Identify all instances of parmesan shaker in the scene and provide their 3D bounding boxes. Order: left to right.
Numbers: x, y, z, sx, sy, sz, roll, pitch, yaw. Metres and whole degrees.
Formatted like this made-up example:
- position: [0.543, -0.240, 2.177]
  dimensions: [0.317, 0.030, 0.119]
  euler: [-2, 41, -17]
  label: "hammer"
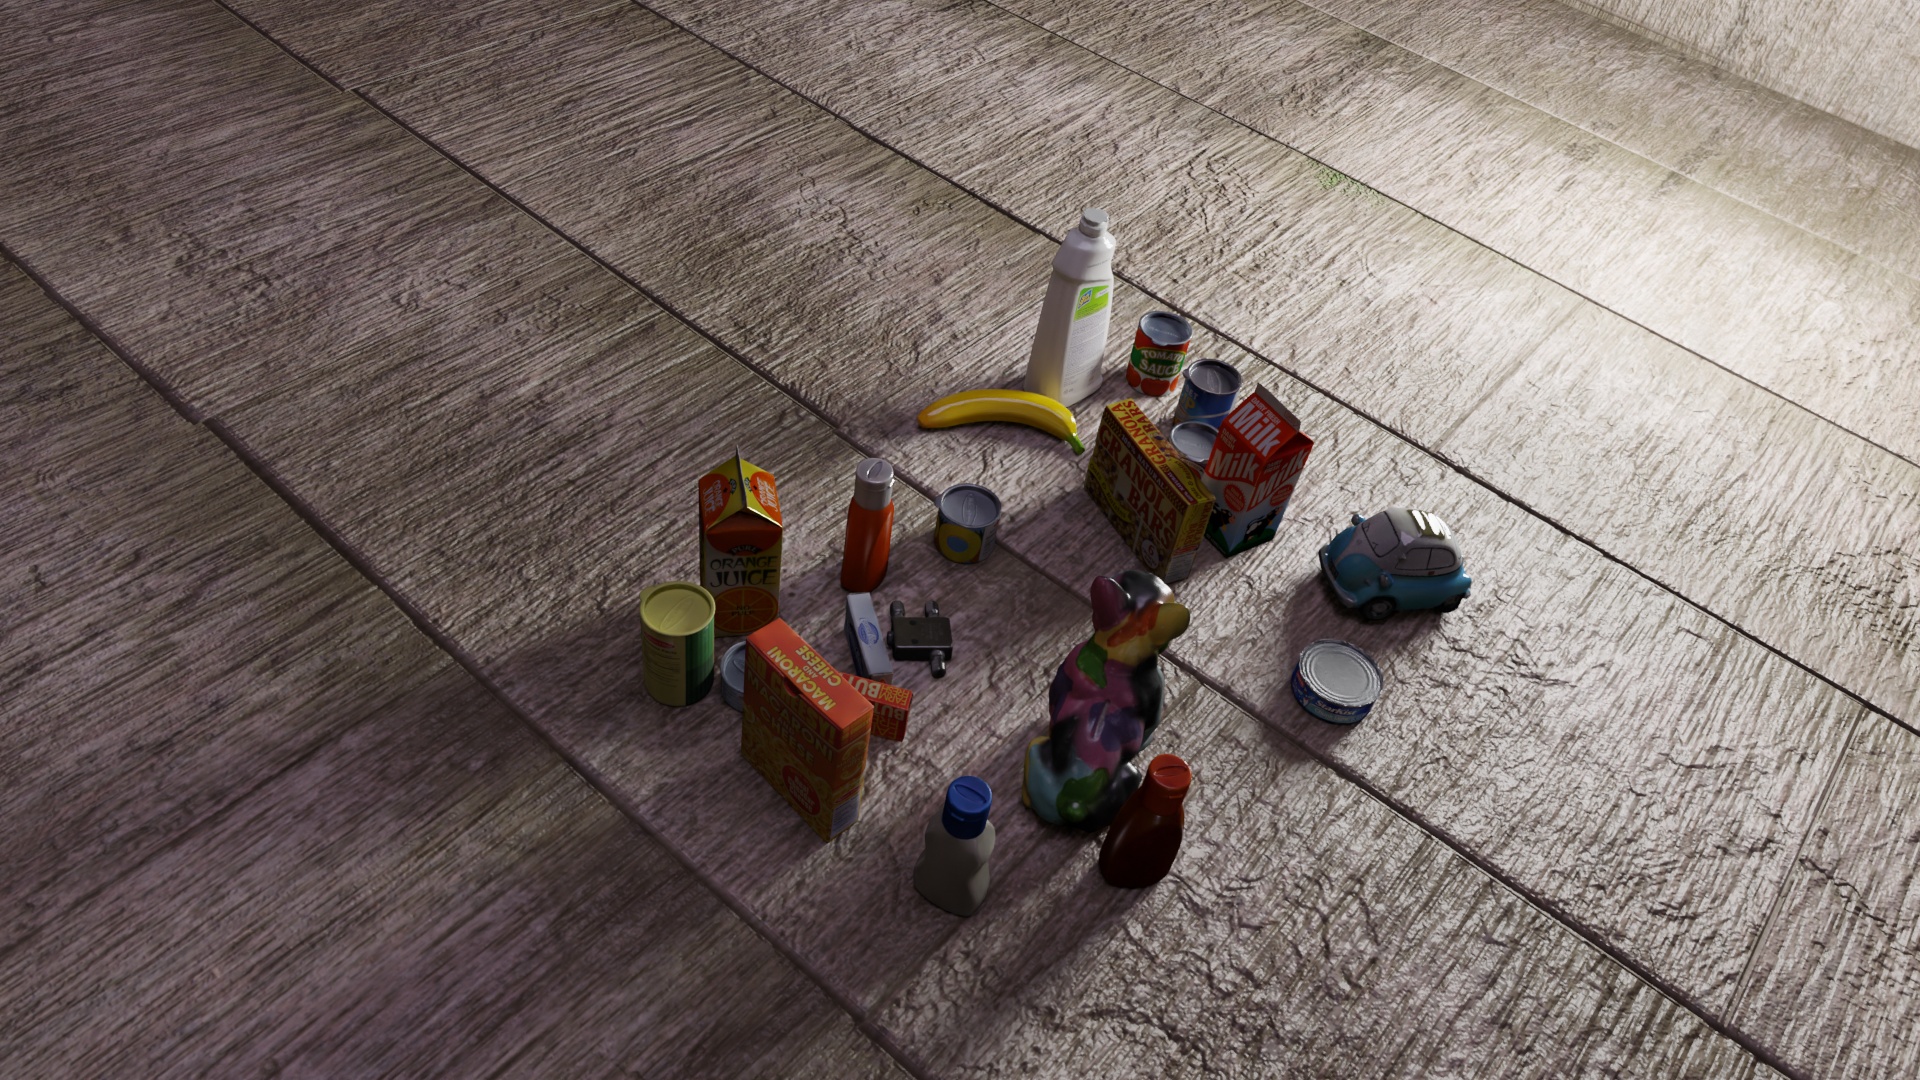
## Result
- position: [-0.261, 0.094, 1.276]
  dimensions: [0.071, 0.102, 0.072]
  euler: [5, 45, -5]
  label: "parmesan shaker"

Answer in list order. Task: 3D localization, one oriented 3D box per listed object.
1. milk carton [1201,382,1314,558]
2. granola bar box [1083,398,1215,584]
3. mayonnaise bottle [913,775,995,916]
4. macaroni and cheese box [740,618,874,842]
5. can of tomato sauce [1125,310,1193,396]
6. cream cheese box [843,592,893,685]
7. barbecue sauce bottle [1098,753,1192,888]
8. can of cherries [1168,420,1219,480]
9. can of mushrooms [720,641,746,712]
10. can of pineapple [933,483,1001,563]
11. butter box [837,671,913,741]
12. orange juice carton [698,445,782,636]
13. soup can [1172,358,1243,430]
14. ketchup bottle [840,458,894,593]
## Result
- position: [0.314, -0.077, 1.487]
  dimensions: [0.074, 0.189, 0.072]
  euler: [-20, 52, -27]
  label: "milk carton"
- position: [0.198, -0.052, 1.488]
  dimensions: [0.039, 0.123, 0.166]
  euler: [-15, 50, -24]
  label: "granola bar box"
- position: [-0.001, 0.249, 1.138]
  dimensions: [0.065, 0.147, 0.041]
  euler: [26, 47, 15]
  label: "mayonnaise bottle"
- position: [-0.134, 0.164, 1.185]
  dimensions: [0.040, 0.165, 0.124]
  euler: [-31, 58, -34]
  label: "macaroni and cheese box"
- position: [0.242, -0.227, 1.697]
  dimensions: [0.071, 0.082, 0.071]
  euler: [5, 45, -5]
  label: "can of tomato sauce"
- position: [-0.089, 0.105, 1.331]
  dimensions: [0.024, 0.053, 0.104]
  euler: [-6, 47, -16]
  label: "cream cheese box"
- position: [0.161, 0.239, 1.177]
  dimensions: [0.065, 0.147, 0.044]
  euler: [-4, 47, -14]
  label: "barbecue sauce bottle"
- position: [0.264, -0.092, 1.586]
  dimensions: [0.071, 0.058, 0.072]
  euler: [5, 45, -5]
  label: "can of cherries"
- position: [-0.191, 0.127, 1.305]
  dimensions: [0.071, 0.033, 0.071]
  euler: [5, 45, -5]
  label: "can of mushrooms"
- position: [0.005, -0.018, 1.467]
  dimensions: [0.071, 0.057, 0.071]
  euler: [5, 45, -5]
  label: "can of pineapple"
- position: [-0.097, 0.151, 1.285]
  dimensions: [0.103, 0.052, 0.024]
  euler: [14, 45, 4]
  label: "butter box"
- position: [-0.209, 0.003, 1.313]
  dimensions: [0.073, 0.191, 0.072]
  euler: [-3, 47, -13]
  label: "orange juice carton"
- position: [0.288, -0.163, 1.642]
  dimensions: [0.071, 0.083, 0.072]
  euler: [5, 45, -5]
  label: "soup can"
- position: [-0.090, -0.016, 1.383]
  dimensions: [0.043, 0.148, 0.065]
  euler: [20, 46, 10]
  label: "ketchup bottle"
